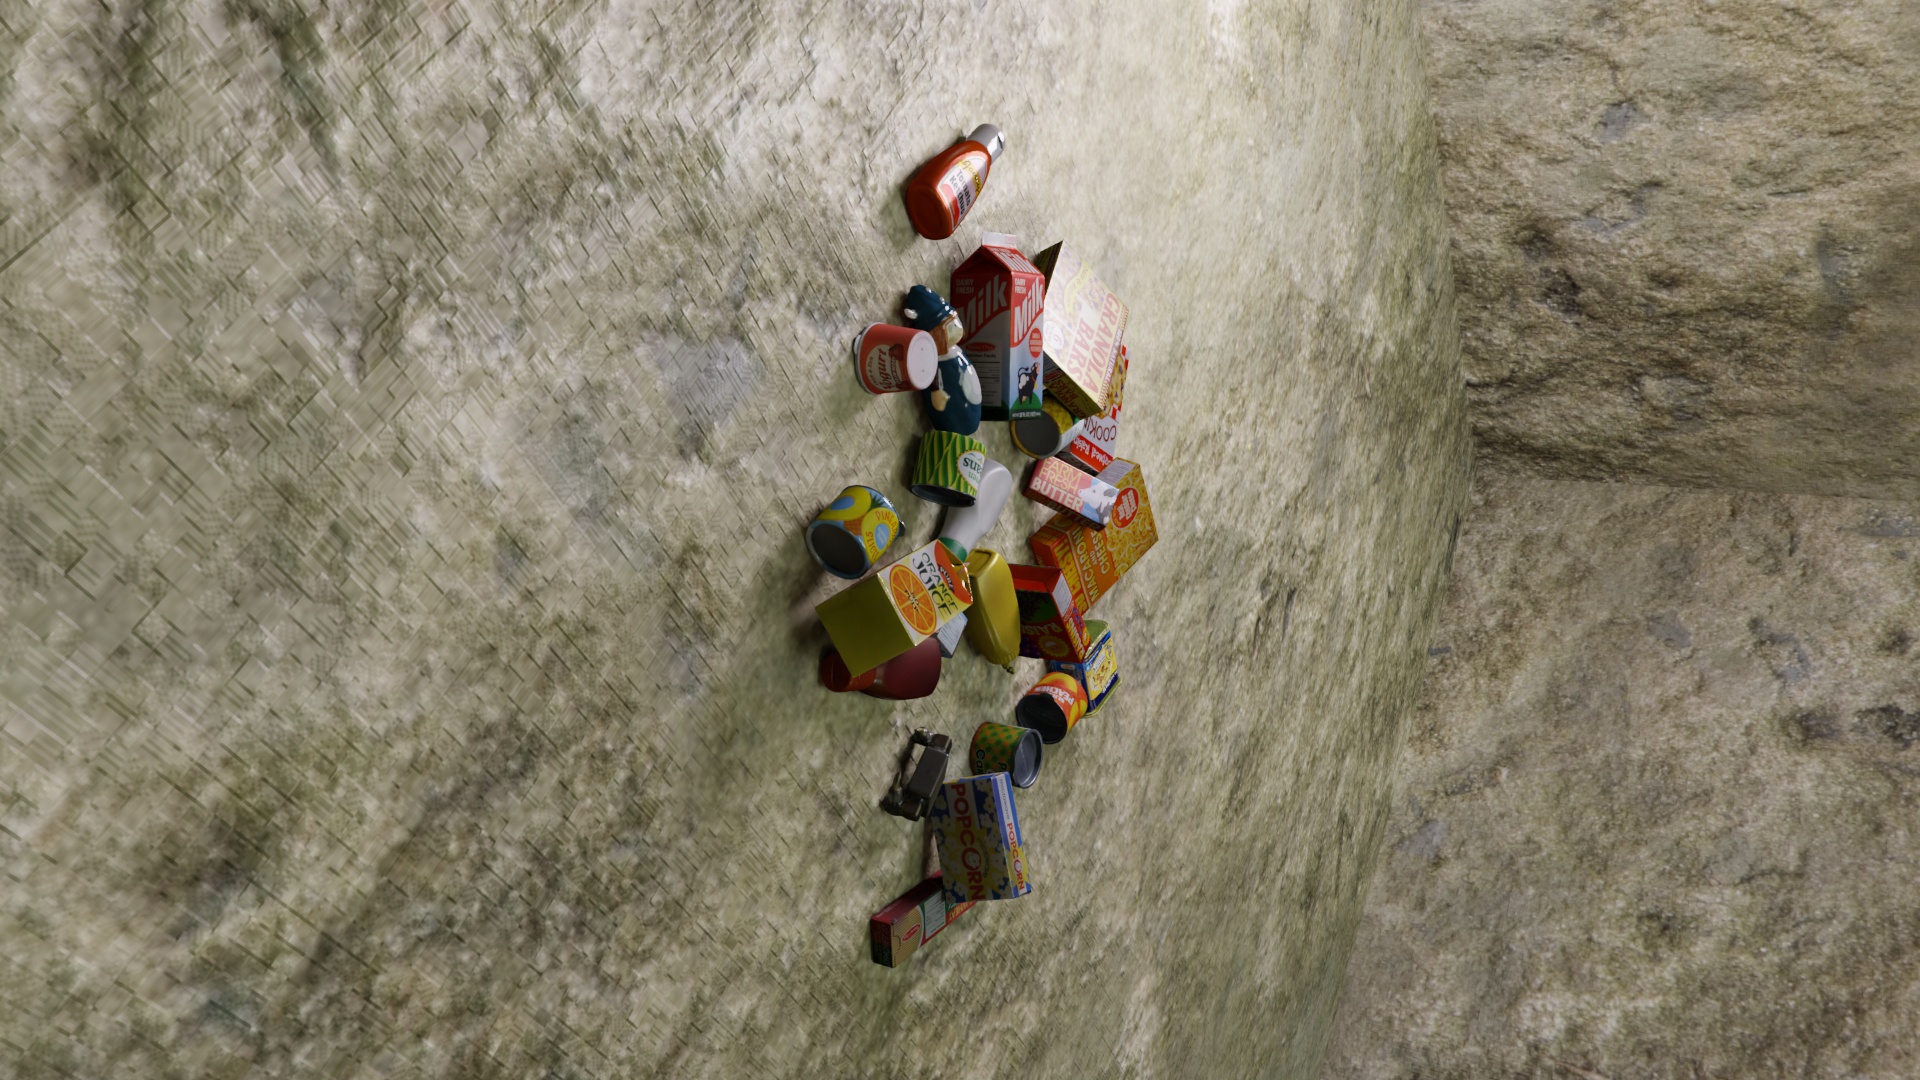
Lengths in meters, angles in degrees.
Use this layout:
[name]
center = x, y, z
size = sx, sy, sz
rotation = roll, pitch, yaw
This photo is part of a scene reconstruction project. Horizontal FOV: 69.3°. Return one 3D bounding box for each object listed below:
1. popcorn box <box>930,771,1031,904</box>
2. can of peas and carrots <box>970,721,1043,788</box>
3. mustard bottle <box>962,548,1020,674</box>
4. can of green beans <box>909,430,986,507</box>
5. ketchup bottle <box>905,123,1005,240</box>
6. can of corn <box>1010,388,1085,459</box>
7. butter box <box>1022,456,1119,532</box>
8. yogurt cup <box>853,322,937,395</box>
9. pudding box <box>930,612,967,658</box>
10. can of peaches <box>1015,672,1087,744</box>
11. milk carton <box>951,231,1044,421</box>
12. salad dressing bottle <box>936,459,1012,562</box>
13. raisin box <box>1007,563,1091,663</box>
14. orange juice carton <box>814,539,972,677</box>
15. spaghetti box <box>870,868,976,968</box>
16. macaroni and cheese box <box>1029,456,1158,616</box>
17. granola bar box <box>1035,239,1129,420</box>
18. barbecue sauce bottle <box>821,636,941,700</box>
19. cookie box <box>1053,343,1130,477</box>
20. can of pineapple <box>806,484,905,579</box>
[popcorn box]
center = 0.018, 0.307, 1.435
size = 0.038, 0.085, 0.126
rotation = -2, 80, -57
[can of peas and carrots]
center = 0.050, 0.238, 1.534
size = 0.071, 0.059, 0.070
rotation = -15, 108, -57
[mustard bottle]
center = 0.033, 0.085, 1.491
size = 0.065, 0.049, 0.159
rotation = -45, 133, -37
[can of green beans]
center = -0.012, -0.070, 1.373
size = 0.071, 0.071, 0.058
rotation = 34, 65, -56
[ketchup bottle]
center = -0.002, -0.360, 1.368
size = 0.149, 0.043, 0.064
rotation = -58, 140, -38
[can of corn]
center = 0.095, -0.132, 1.548
size = 0.058, 0.071, 0.071
rotation = -40, 128, -50
[butter box]
center = 0.126, -0.055, 1.589
size = 0.024, 0.103, 0.053
rotation = -45, -158, 63
[yogurt cup]
center = -0.057, -0.168, 1.293
size = 0.072, 0.054, 0.072
rotation = -17, 110, -58
[pudding box]
center = -0.027, 0.077, 1.406
size = 0.083, 0.030, 0.050
rotation = 55, 50, -47
[can of peaches]
center = 0.107, 0.193, 1.614
size = 0.058, 0.071, 0.071
rotation = -37, 126, -52
[milk carton]
center = 0.038, -0.219, 1.428
size = 0.072, 0.073, 0.190
rotation = -12, 105, -58
[salad dressing bottle]
center = 0.005, -0.018, 1.434
size = 0.148, 0.044, 0.064
rotation = -60, 144, -33
[raisin box]
center = 0.087, 0.082, 1.545
size = 0.040, 0.086, 0.123
rotation = -63, 143, -35
[orange juice carton]
center = -0.051, 0.055, 1.278
size = 0.073, 0.071, 0.193
rotation = 61, 23, -1
[spaghetti box]
center = -0.014, 0.377, 1.477
size = 0.251, 0.028, 0.050
rotation = -19, 111, -57
[macaroni and cheese box]
center = 0.161, -0.001, 1.658
size = 0.167, 0.040, 0.123
rotation = -42, 132, -26
[granola bar box]
center = 0.122, -0.233, 1.539
size = 0.124, 0.039, 0.166
rotation = 41, 48, -28
[barbecue sauce bottle]
center = -0.074, 0.122, 1.321
size = 0.149, 0.043, 0.065
rotation = 3, 92, -59
[cookie box]
center = 0.151, -0.168, 1.660
size = 0.123, 0.040, 0.167
rotation = 25, 72, -58
[can of pineapple]
center = -0.094, -0.007, 1.240
size = 0.058, 0.071, 0.070
rotation = -51, 136, -42
